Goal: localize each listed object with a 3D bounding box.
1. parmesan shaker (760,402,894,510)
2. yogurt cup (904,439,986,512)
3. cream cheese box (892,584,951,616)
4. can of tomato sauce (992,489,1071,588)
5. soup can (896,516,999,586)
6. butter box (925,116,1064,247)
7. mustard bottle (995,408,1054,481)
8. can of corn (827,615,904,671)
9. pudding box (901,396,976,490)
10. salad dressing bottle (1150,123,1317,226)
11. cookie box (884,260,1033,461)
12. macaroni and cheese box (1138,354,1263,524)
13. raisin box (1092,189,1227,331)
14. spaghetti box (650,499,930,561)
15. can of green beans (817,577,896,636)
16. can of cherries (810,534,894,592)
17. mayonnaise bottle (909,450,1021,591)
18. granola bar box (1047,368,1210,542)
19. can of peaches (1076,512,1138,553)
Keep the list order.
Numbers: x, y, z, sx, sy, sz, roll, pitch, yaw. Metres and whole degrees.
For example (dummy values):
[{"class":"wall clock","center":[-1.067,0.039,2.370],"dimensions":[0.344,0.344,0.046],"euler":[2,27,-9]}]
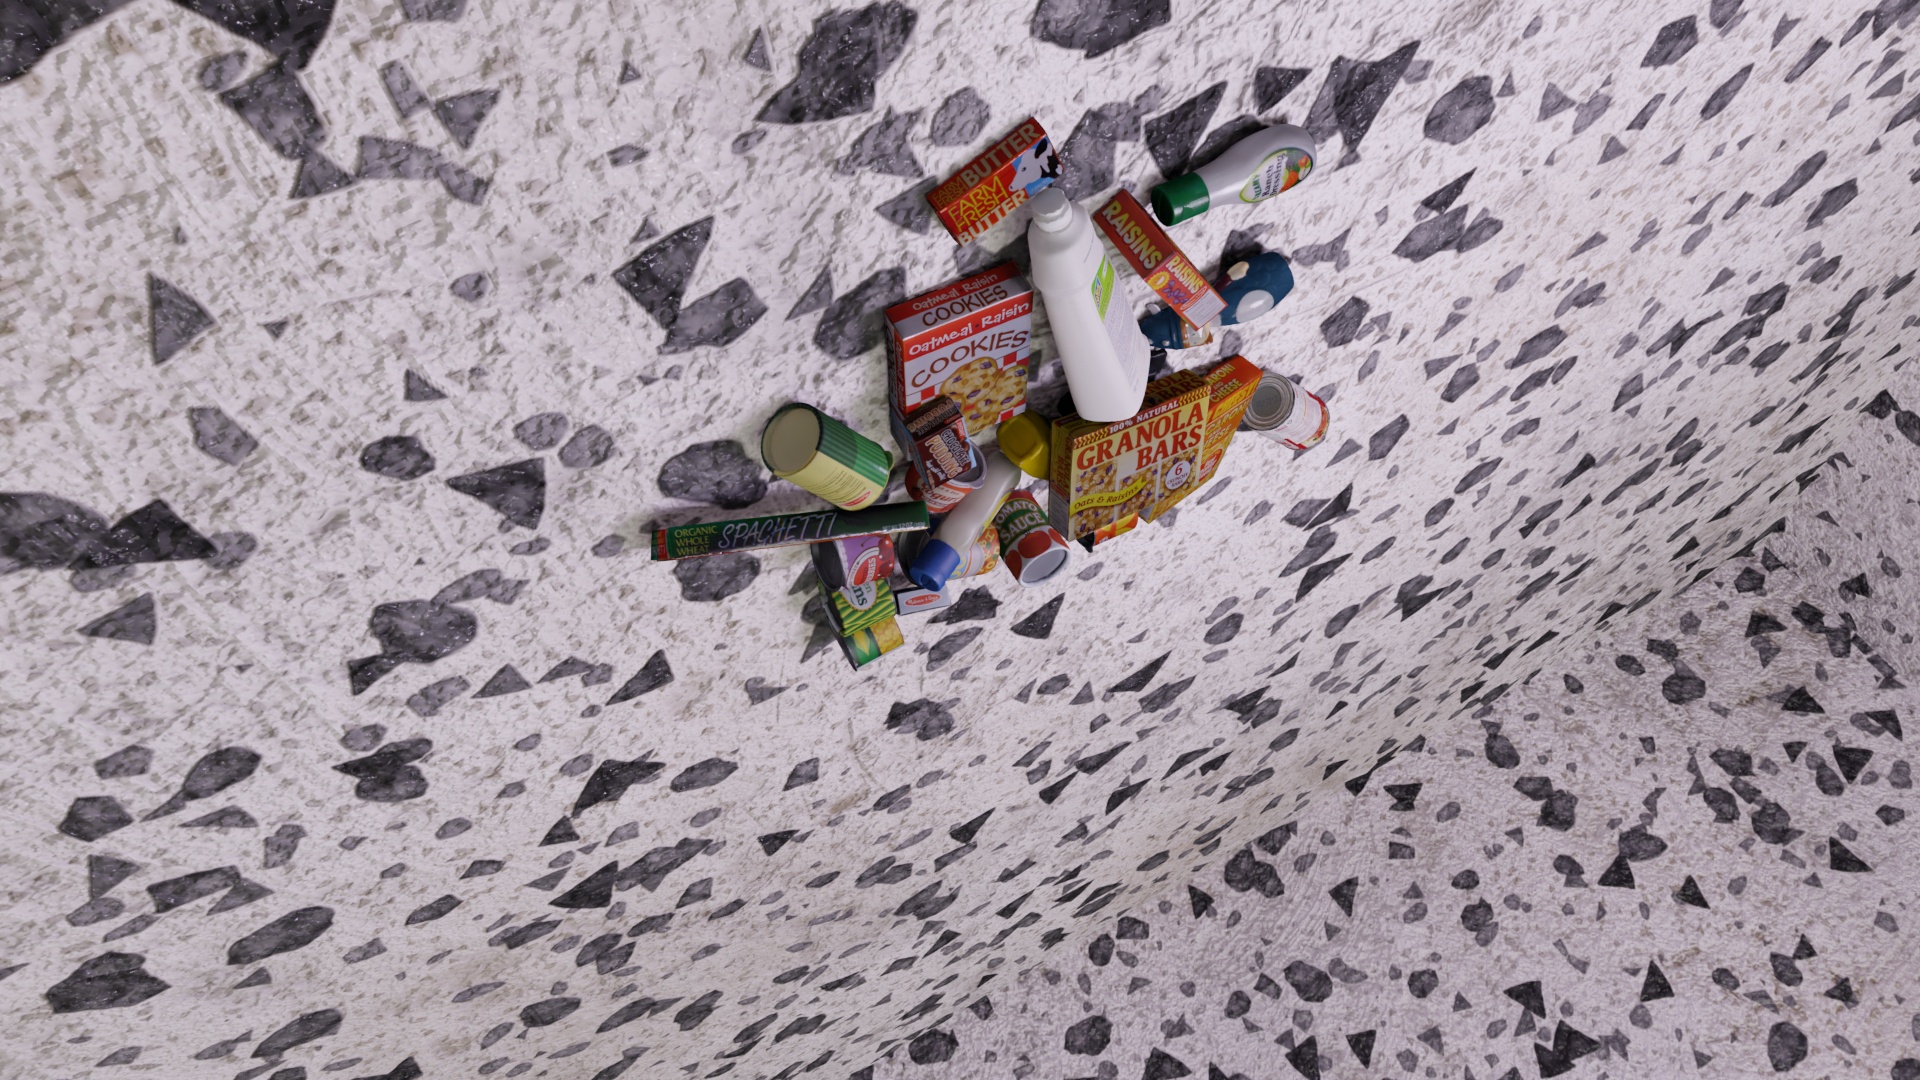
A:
[{"class":"parmesan shaker","center":[-0.113,-0.073,1.190],"dimensions":[0.071,0.071,0.103],"euler":[-41,149,13]},{"class":"yogurt cup","center":[-0.017,-0.063,1.304],"dimensions":[0.072,0.072,0.053],"euler":[-7,149,-38]},{"class":"cream cheese box","center":[-0.043,0.061,1.436],"dimensions":[0.053,0.024,0.104],"euler":[-10,180,-9]},{"class":"can of tomato sauce","center":[0.068,-0.002,1.454],"dimensions":[0.071,0.083,0.070],"euler":[-25,150,-15]},{"class":"soup can","center":[-0.010,0.010,1.408],"dimensions":[0.084,0.071,0.071],"euler":[-9,142,-36]},{"class":"butter box","center":[0.027,-0.275,1.072],"dimensions":[0.103,0.024,0.053],"euler":[-36,151,4]},{"class":"mustard bottle","center":[0.096,-0.088,1.380],"dimensions":[0.048,0.065,0.160],"euler":[-44,154,19]},{"class":"can of corn","center":[-0.100,0.093,1.453],"dimensions":[0.058,0.071,0.071],"euler":[-27,150,-12]},{"class":"pudding box","center":[-0.018,-0.085,1.221],"dimensions":[0.050,0.030,0.083],"euler":[-29,152,-7]},{"class":"salad dressing bottle","center":[0.235,-0.313,1.199],"dimensions":[0.148,0.044,0.064],"euler":[-25,148,-14]},{"class":"cookie box","center":[-0.002,-0.154,1.207],"dimensions":[0.123,0.040,0.166],"euler":[-24,150,-15]},{"class":"macaroni and cheese box","center":[0.249,-0.108,1.490],"dimensions":[0.124,0.040,0.165],"euler":[-34,155,-35]},{"class":"raisin box","center":[0.174,-0.241,1.202],"dimensions":[0.040,0.086,0.123],"euler":[-41,150,16]},{"class":"spaghetti box","center":[-0.149,-0.009,1.238],"dimensions":[0.251,0.028,0.050],"euler":[-7,-179,-28]},{"class":"can of green beans","center":[-0.104,0.056,1.391],"dimensions":[0.058,0.071,0.071],"euler":[-23,149,-17]},{"class":"can of cherries","center":[-0.102,0.013,1.323],"dimensions":[0.058,0.072,0.071],"euler":[-15,146,-29]},{"class":"mayonnaise bottle","center":[0.005,-0.017,1.347],"dimensions":[0.149,0.041,0.064],"euler":[-55,176,-24]},{"class":"granola bar box","center":[0.161,-0.083,1.342],"dimensions":[0.166,0.039,0.123],"euler":[-23,134,-26]},{"class":"can of peaches","center":[0.153,-0.030,1.512],"dimensions":[0.058,0.071,0.071],"euler":[-23,149,-19]}]
